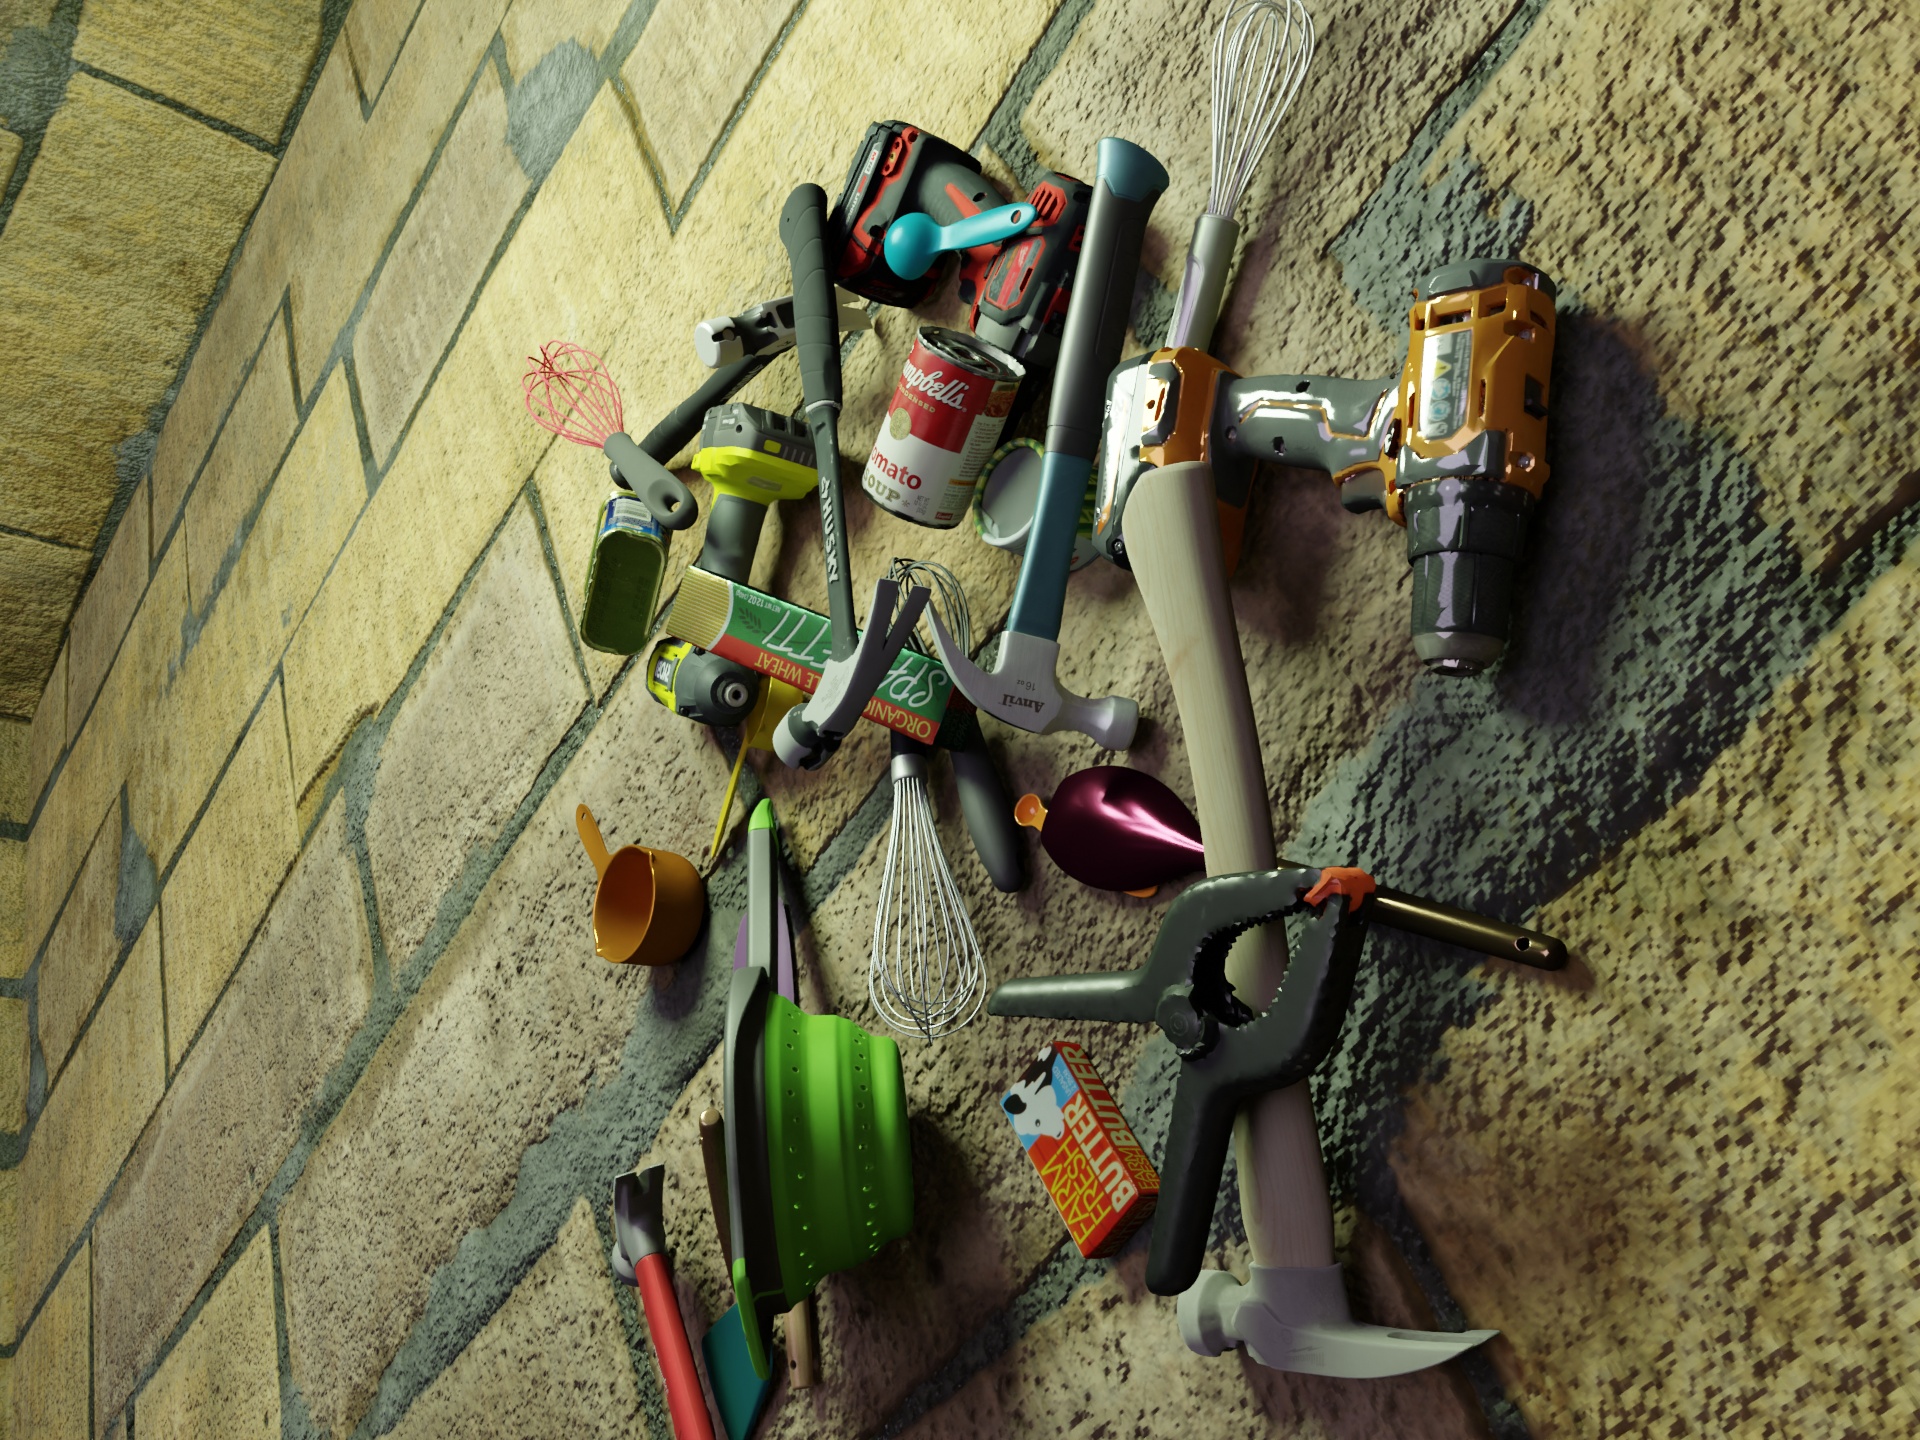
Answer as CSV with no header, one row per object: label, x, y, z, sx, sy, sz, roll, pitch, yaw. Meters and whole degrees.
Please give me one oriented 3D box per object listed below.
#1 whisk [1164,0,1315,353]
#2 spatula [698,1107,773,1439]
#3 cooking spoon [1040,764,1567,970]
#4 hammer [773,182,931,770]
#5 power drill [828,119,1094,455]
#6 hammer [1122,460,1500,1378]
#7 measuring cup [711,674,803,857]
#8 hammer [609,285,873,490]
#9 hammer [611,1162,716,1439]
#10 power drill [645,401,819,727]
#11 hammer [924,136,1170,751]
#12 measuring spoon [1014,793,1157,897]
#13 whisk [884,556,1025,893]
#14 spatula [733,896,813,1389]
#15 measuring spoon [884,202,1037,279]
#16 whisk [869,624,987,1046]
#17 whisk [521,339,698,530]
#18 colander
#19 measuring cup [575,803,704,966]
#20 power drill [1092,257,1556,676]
whisk,0.145,-0.285,0.882,0.058,0.059,0.246,25,103,60
spatula,-0.140,0.325,0.937,0.317,0.044,0.082,90,157,-43
cooking spoon,0.149,0.074,0.782,0.319,0.017,0.069,14,80,49
hammer,-0.081,-0.180,0.971,0.149,0.036,0.409,-47,41,47
power drill,-0.004,-0.280,1.034,0.227,0.080,0.188,43,114,43
hammer,0.137,0.081,0.721,0.146,0.038,0.411,-16,79,45
measuring cup,-0.146,0.036,1.138,0.062,0.029,0.156,-106,33,-60
hammer,-0.194,-0.247,1.233,0.335,0.146,0.035,-22,94,56
hammer,-0.150,0.463,0.962,0.143,0.038,0.387,104,148,-48
power drill,-0.161,-0.107,1.140,0.171,0.080,0.223,17,93,66
hammer,0.064,-0.157,0.876,0.033,0.128,0.331,158,124,-84
measuring spoon,0.070,0.070,0.886,0.117,0.011,0.021,31,93,46
whisk,-0.002,-0.002,0.968,0.055,0.055,0.239,-39,56,36
spatula,-0.119,0.267,1.036,0.060,0.018,0.316,-30,55,33
measuring spoon,-0.005,-0.299,0.969,0.129,0.021,0.042,3,86,47
whisk,-0.029,0.061,0.973,0.070,0.070,0.285,-34,49,39
whisk,-0.266,-0.216,1.202,0.296,0.073,0.073,45,113,43
colander,-0.083,0.187,0.965,0.398,0.094,0.204,-98,4,-50
measuring cup,-0.248,0.117,1.210,0.095,0.052,0.174,-60,40,17
power drill,0.173,-0.110,0.771,0.226,0.084,0.185,-2,79,45
